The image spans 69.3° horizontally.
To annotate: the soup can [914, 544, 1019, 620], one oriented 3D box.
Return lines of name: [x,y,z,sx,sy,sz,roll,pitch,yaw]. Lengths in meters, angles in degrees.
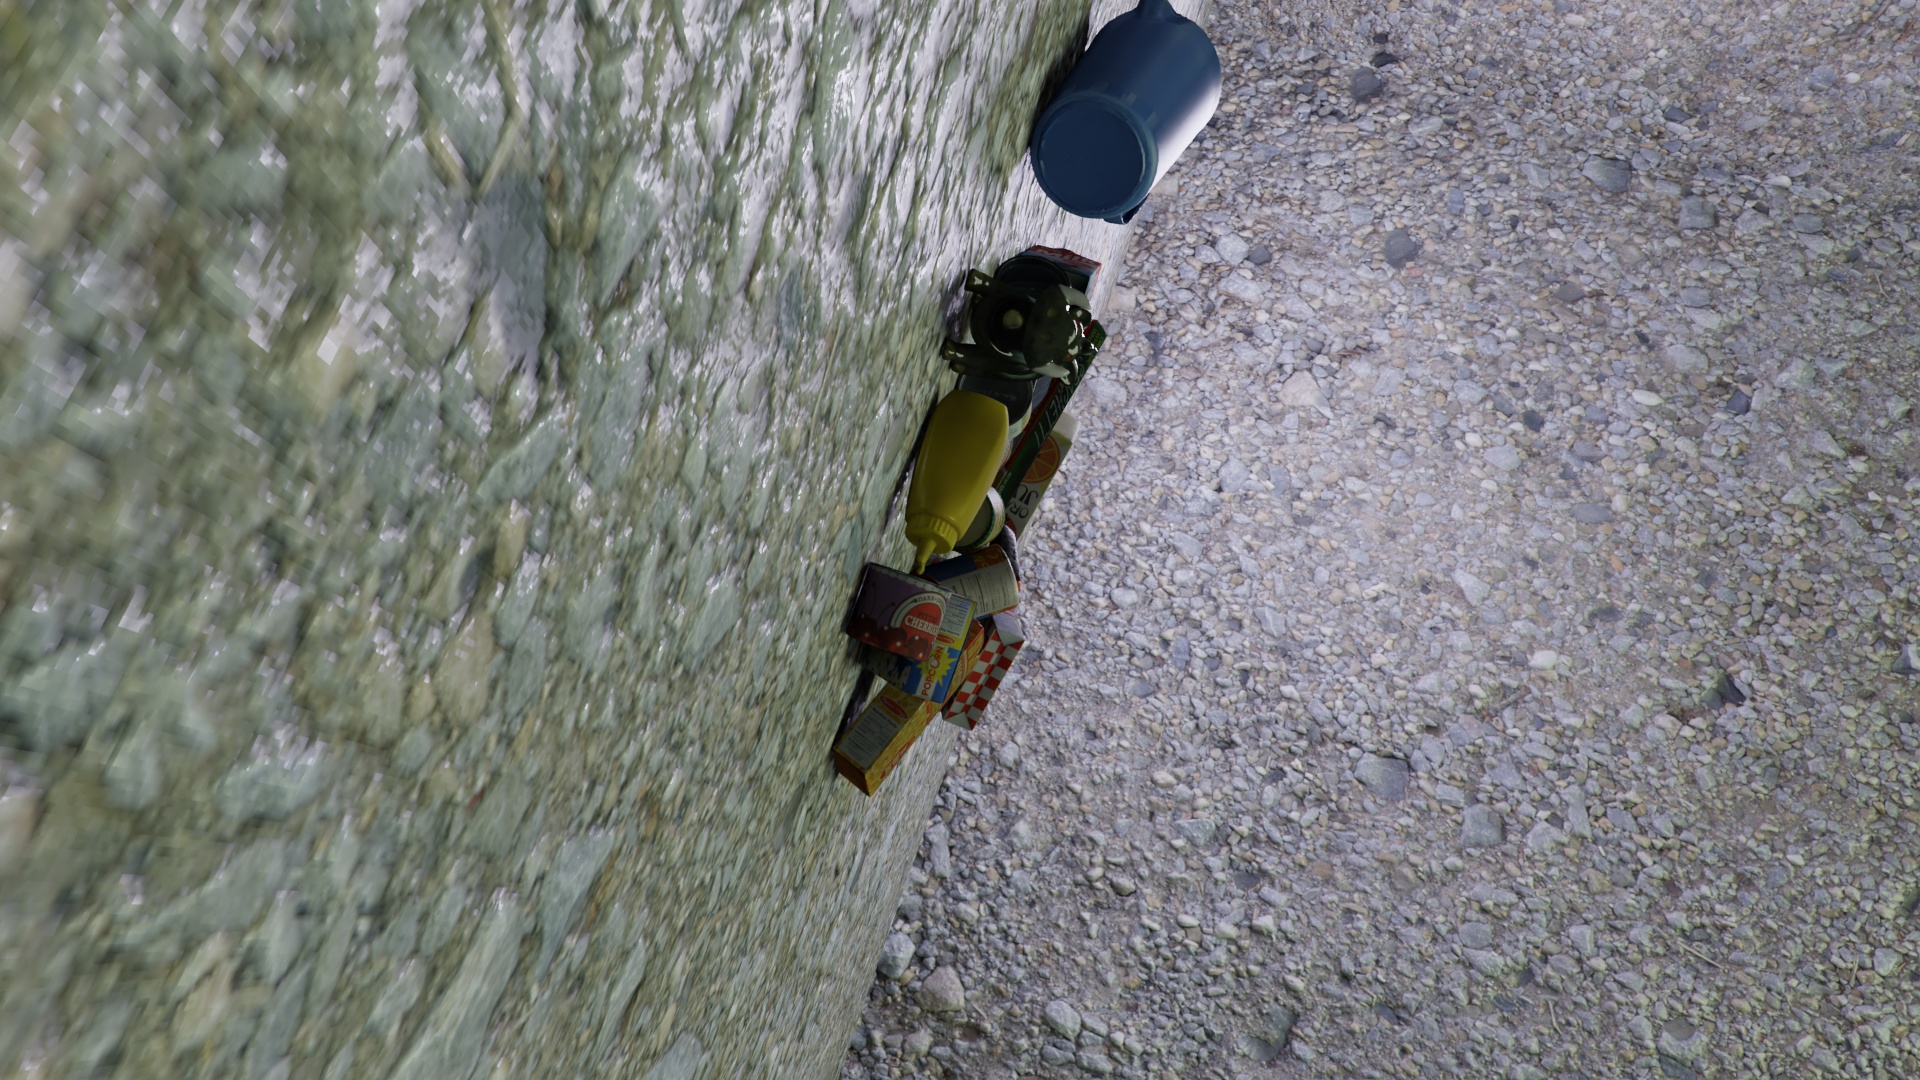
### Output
soup can: [0.005,0.045,1.335,0.071,0.084,0.071,164,-91,-78]

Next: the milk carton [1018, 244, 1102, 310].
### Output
milk carton: [0.095,-0.250,1.397,0.191,0.073,0.072,-56,164,-72]

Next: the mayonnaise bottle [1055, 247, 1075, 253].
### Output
mayonnaise bottle: [0.103,-0.265,1.605,0.065,0.041,0.147,-62,170,-51]

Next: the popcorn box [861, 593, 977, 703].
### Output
popcorn box: [-0.035,0.077,1.127,0.126,0.038,0.085,13,-96,70]

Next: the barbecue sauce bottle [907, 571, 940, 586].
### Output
barbecue sauce bottle: [-0.044,0.081,1.274,0.148,0.044,0.065,96,20,-69]

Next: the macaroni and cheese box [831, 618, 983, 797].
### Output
macaroni and cheese box: [-0.044,0.146,1.247,0.167,0.040,0.123,-50,169,-16]

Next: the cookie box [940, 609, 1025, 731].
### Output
cookie box: [0.013,0.114,1.542,0.122,0.040,0.168,-61,-162,18]

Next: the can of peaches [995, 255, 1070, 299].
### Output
can of peaches: [0.059,-0.205,1.218,0.057,0.071,0.071,103,8,-54]

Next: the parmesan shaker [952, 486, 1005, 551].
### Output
parmesan shaker: [0.002,-0.022,1.288,0.103,0.071,0.071,-19,128,-83]

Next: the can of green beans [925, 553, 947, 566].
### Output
can of green beans: [-0.015,0.052,1.403,0.071,0.058,0.071,15,94,-85]

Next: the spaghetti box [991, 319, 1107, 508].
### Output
spaghetti box: [0.077,-0.134,1.488,0.028,0.050,0.251,45,69,-42]

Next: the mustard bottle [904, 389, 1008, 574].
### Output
mustard bottle: [-0.011,-0.041,1.075,0.048,0.065,0.161,101,8,-62]

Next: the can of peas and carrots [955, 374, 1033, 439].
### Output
can of peas and carrots: [0.030,-0.125,1.212,0.058,0.071,0.071,79,30,-81]

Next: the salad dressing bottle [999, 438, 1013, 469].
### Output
salad dressing bottle: [0.024,-0.096,1.366,0.148,0.044,0.064,-16,124,-83]

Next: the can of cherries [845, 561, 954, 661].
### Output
can of cherries: [-0.044,0.054,1.036,0.071,0.071,0.058,48,61,-84]

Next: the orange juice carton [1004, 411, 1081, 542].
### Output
orange juice carton: [0.061,-0.065,1.610,0.191,0.073,0.072,-61,180,27]

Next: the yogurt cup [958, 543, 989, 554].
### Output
yogurt cup: [0.005,-0.017,1.384,0.072,0.054,0.072,14,94,-85]
